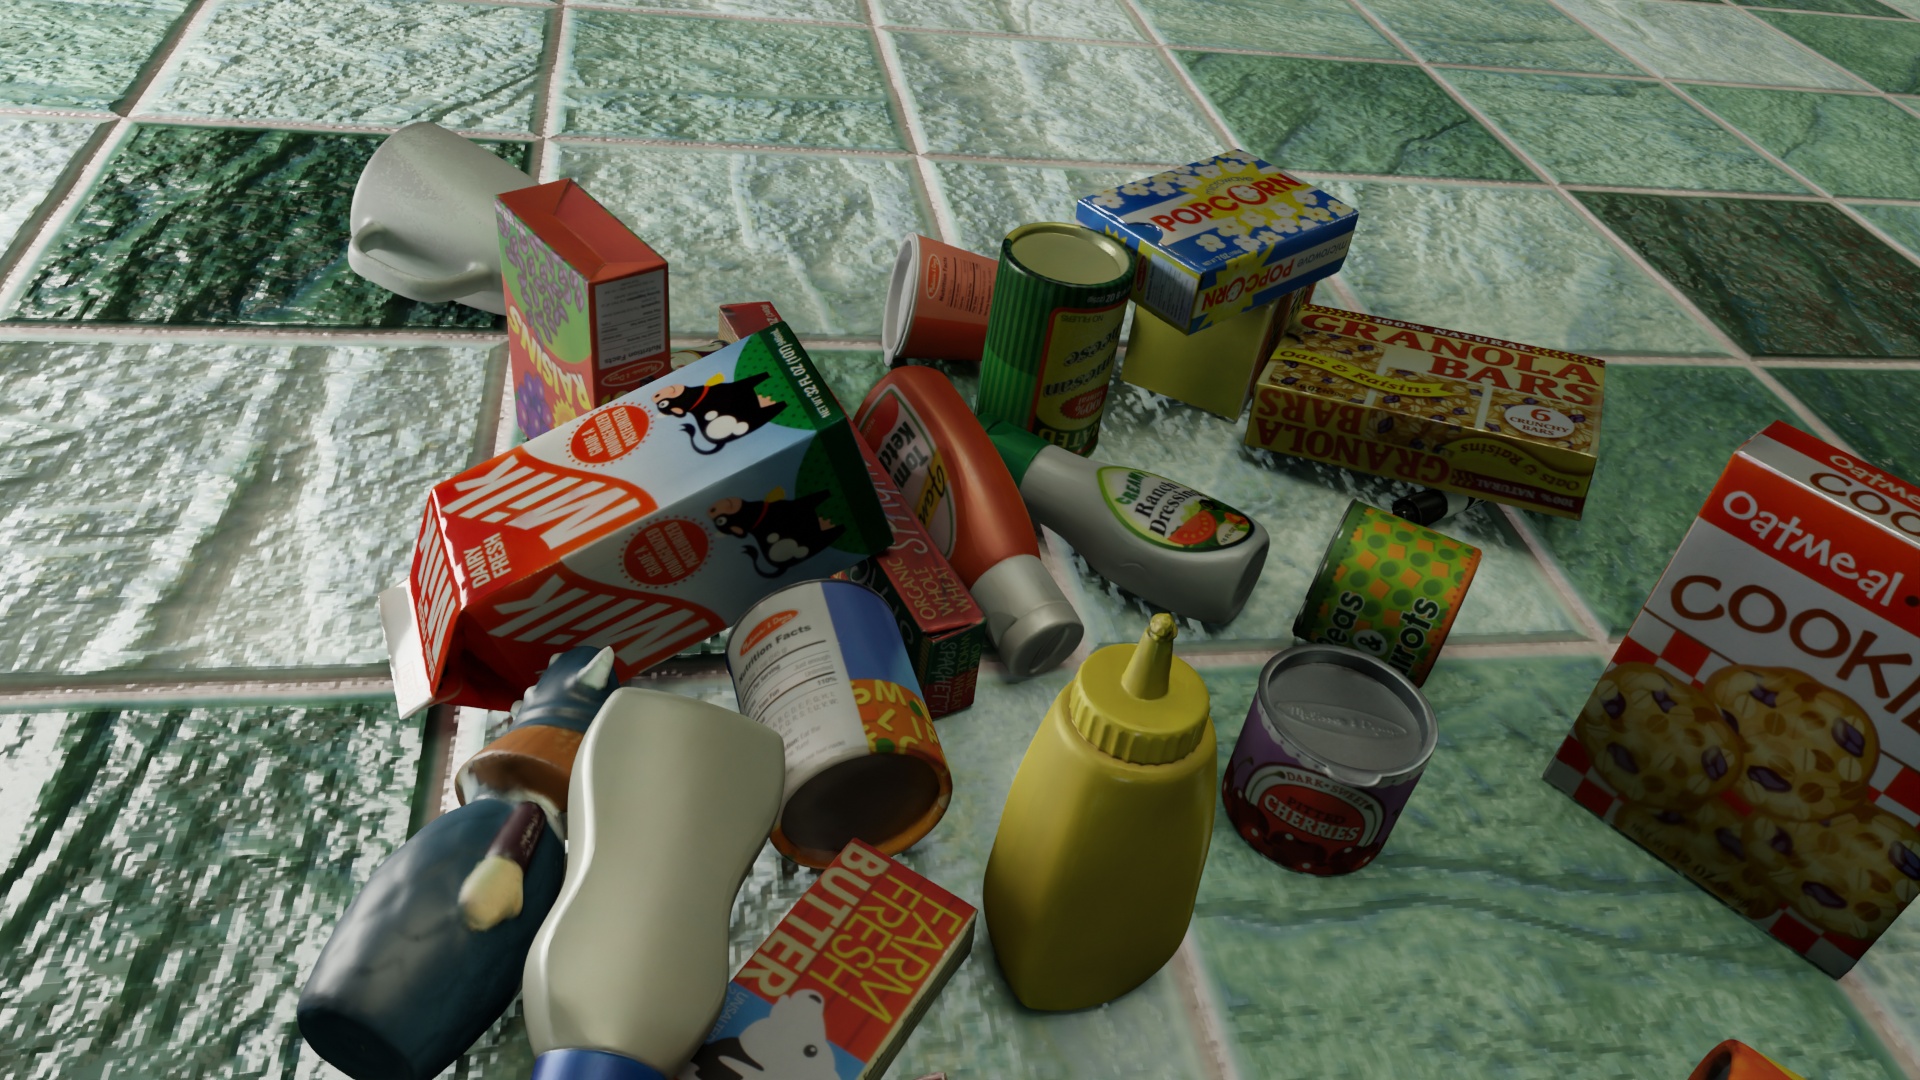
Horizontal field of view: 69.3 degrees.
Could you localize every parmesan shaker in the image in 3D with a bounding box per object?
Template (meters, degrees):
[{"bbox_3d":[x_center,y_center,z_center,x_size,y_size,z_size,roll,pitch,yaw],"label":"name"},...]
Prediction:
[{"bbox_3d":[0.043,-0.096,0.686,0.071,0.102,0.072,6,39,-4],"label":"parmesan shaker"}]

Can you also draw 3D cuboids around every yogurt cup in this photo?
[{"bbox_3d":[-0.008,-0.128,0.749,0.054,0.072,0.073,8,38,-14],"label":"yogurt cup"}]

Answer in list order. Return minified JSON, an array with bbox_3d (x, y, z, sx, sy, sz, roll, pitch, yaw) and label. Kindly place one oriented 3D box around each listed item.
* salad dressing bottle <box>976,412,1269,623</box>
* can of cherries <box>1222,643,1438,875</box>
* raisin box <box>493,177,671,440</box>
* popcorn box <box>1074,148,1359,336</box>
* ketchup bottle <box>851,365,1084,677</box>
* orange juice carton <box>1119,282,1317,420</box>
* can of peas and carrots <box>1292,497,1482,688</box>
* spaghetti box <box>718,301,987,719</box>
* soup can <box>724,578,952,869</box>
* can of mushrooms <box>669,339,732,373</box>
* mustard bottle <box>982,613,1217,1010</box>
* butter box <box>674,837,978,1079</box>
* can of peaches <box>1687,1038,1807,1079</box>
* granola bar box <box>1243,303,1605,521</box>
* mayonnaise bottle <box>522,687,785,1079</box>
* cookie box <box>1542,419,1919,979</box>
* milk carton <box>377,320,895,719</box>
[{"bbox_3d":[0.066,-0.014,0.637,0.148,0.043,0.064,27,40,21],"label":"salad dressing bottle"},{"bbox_3d":[0.136,0.083,0.520,0.071,0.058,0.072,6,39,-5],"label":"can of cherries"},{"bbox_3d":[-0.165,-0.084,0.614,0.040,0.122,0.086,-24,50,-34],"label":"raisin box"},{"bbox_3d":[0.131,-0.156,0.712,0.127,0.038,0.085,-26,51,-34],"label":"popcorn box"},{"bbox_3d":[0.002,-0.008,0.606,0.043,0.064,0.149,-1,45,-40],"label":"ketchup bottle"},{"bbox_3d":[0.163,-0.153,0.805,0.072,0.072,0.194,22,40,16],"label":"orange juice carton"},{"bbox_3d":[0.182,0.024,0.596,0.059,0.070,0.071,24,41,17],"label":"can of peas and carrots"},{"bbox_3d":[-0.056,-0.023,0.620,0.029,0.049,0.251,-13,44,-24],"label":"spaghetti box"},{"bbox_3d":[-0.043,0.067,0.501,0.071,0.071,0.084,-5,42,-17],"label":"soup can"},{"bbox_3d":[-0.114,-0.055,0.633,0.033,0.070,0.071,-20,47,-31],"label":"can of mushrooms"},{"bbox_3d":[0.047,0.080,0.425,0.065,0.159,0.049,-6,40,-21],"label":"mustard bottle"},{"bbox_3d":[-0.042,0.145,0.435,0.053,0.024,0.104,25,42,18],"label":"butter box"},{"bbox_3d":[0.239,0.188,0.404,0.058,0.070,0.071,28,42,23],"label":"can of peaches"},{"bbox_3d":[0.245,-0.073,0.728,0.165,0.038,0.125,15,34,18],"label":"granola bar box"},{"bbox_3d":[-0.093,0.116,0.399,0.065,0.041,0.149,19,49,-13],"label":"mayonnaise bottle"},{"bbox_3d":[0.304,0.058,0.497,0.040,0.166,0.123,-26,50,-37],"label":"cookie box"},{"bbox_3d":[-0.130,0.000,0.532,0.191,0.073,0.072,-26,47,-7],"label":"milk carton"}]
